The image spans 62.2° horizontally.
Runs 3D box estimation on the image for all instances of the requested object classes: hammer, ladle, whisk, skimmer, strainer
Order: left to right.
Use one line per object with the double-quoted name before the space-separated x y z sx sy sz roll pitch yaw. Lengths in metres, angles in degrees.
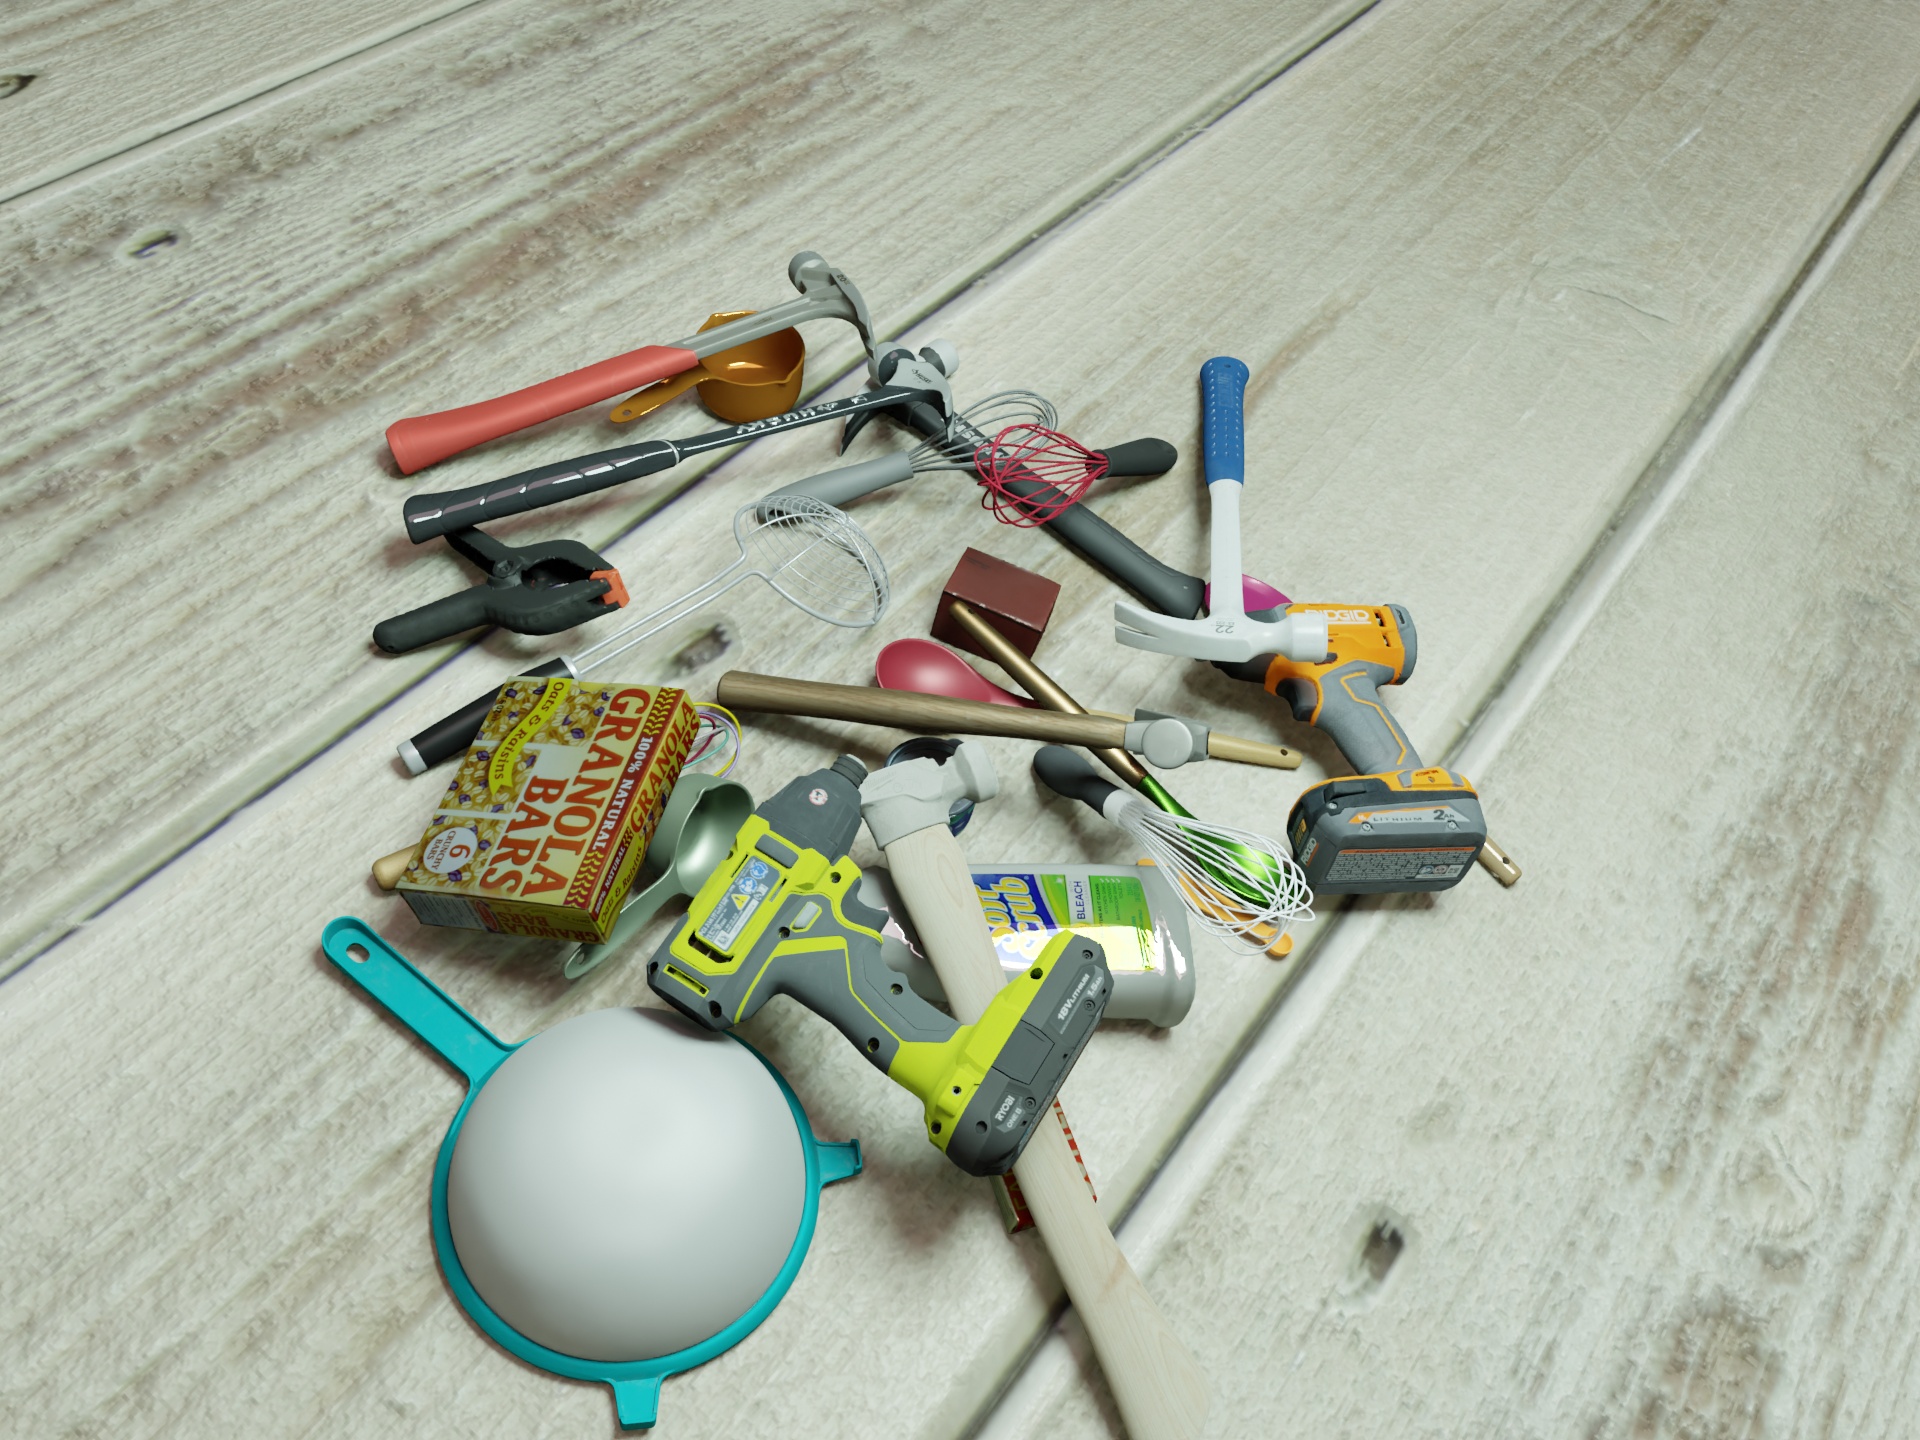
"strainer" -0.226 0.197 0.865 0.340 0.095 0.211 36 54 13
"whisk" -0.251 0.047 1.008 0.245 0.047 0.051 -24 44 -23
"hammer" -0.243 -0.254 1.176 0.359 0.036 0.149 -22 43 -9
"skimmer" -0.211 -0.050 1.098 0.363 0.090 0.127 -32 69 -19
"hammer" -0.193 -0.194 1.143 0.409 0.036 0.149 -19 34 -19
"whisk" -0.041 -0.195 1.199 0.239 0.055 0.055 -19 58 -1
"hammer" -0.002 -0.003 1.037 0.331 0.130 0.031 7 93 17
"hammer" 0.022 0.212 0.900 0.146 0.038 0.411 -20 69 -12
"hammer" 0.054 -0.177 1.249 0.335 0.035 0.146 39 54 16
"whisk" 0.096 -0.191 1.201 0.073 0.073 0.296 41 30 18
"ladle" 0.092 -0.002 1.131 0.315 0.031 0.069 11 58 -6
"whisk" 0.118 0.067 0.991 0.070 0.070 0.285 -16 24 -23
"hammer" 0.198 -0.175 1.227 0.144 0.035 0.406 1 39 8

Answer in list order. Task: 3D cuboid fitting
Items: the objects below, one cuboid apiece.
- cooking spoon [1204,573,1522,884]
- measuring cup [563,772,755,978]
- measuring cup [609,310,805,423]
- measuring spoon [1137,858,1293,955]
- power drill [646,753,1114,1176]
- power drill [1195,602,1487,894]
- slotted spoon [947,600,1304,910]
"cooking spoon" 0.295 0.001 1.179 0.069 0.017 0.319 -27 63 -28
"measuring cup" -0.190 0.094 0.960 0.038 0.083 0.168 18 44 30
"measuring cup" -0.199 -0.256 1.243 0.173 0.052 0.095 -35 65 -26
"measuring spoon" 0.169 0.125 1.064 0.117 0.011 0.021 29 46 14
"power drill" -0.036 0.130 0.873 0.223 0.080 0.171 30 70 13
"power drill" 0.257 0.008 1.107 0.164 0.084 0.227 0 50 -10
"slotted spoon" 0.106 0.024 1.091 0.314 0.031 0.070 43 31 12
